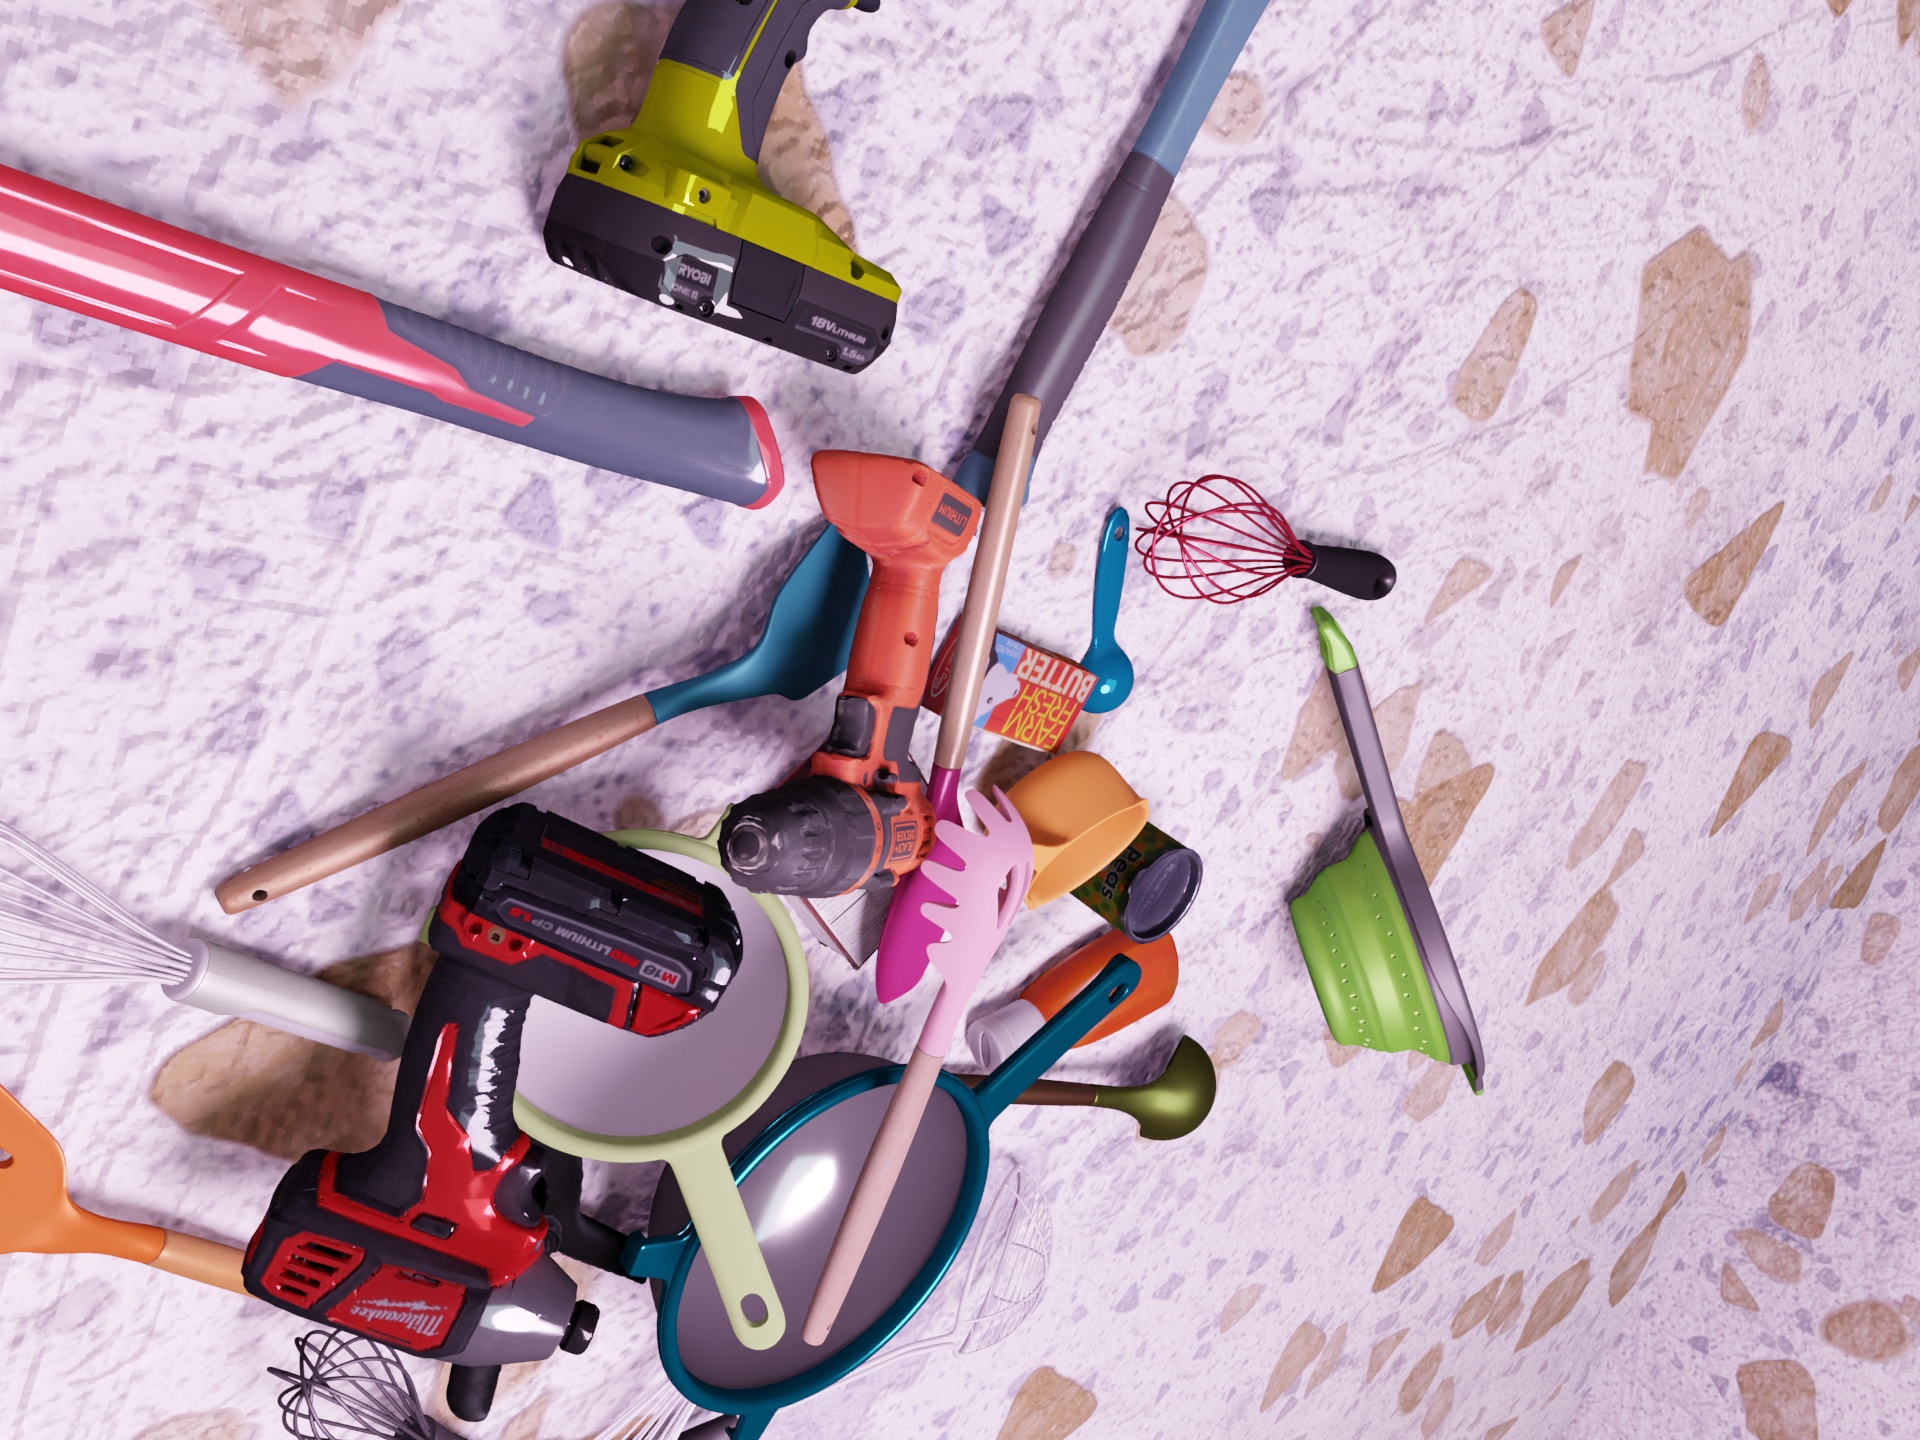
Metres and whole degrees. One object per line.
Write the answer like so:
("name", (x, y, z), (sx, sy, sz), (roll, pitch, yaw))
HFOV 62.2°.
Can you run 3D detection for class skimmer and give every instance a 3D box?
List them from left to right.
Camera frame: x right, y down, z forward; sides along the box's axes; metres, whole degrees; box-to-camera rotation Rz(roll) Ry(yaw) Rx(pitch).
("skimmer", (-0.093, 0.392, 1.001), (0.363, 0.090, 0.127), (-16, 132, -24))

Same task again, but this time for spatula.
("spatula", (-0.325, 0.220, 0.671), (0.081, 0.041, 0.322), (-48, 143, -8))
("spatula", (-0.162, 0.002, 0.686), (0.317, 0.044, 0.082), (-26, 132, -24))

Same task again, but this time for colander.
("colander", (0.269, 0.104, 1.110), (0.094, 0.205, 0.396), (-19, 118, 9))

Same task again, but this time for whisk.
("whisk", (-0.297, 0.092, 0.596), (0.246, 0.058, 0.059), (42, 54, -53))
("whisk", (-0.271, 0.354, 0.784), (0.055, 0.055, 0.238), (-38, 145, -20))
("whisk", (-0.160, 0.384, 0.899), (0.285, 0.070, 0.070), (-49, 140, -21))
("whisk", (0.191, -0.097, 0.938), (0.295, 0.073, 0.073), (2, 114, -52))

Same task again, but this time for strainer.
("strainer", (-0.132, 0.165, 0.732), (0.151, 0.069, 0.256), (-19, 104, -8))
("strainer", (-0.045, 0.222, 0.887), (0.340, 0.095, 0.210), (-37, 134, -25))

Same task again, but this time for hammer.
("hammer", (-0.219, -0.116, 0.540), (0.386, 0.038, 0.143), (12, 108, -47))
("hammer", (0.085, -0.248, 0.751), (0.128, 0.033, 0.331), (18, 102, -49))

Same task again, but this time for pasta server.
("pasta server", (-0.029, 0.179, 0.783), (0.060, 0.040, 0.316), (-8, 124, -55))

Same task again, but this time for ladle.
("ladle", (0.058, 0.238, 1.046), (0.320, 0.062, 0.078), (14, 103, -41))

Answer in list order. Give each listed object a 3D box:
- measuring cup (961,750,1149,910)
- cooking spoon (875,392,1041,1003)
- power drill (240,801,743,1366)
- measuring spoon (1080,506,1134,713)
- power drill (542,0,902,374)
("measuring cup", (0.035, 0.055, 0.856), (0.095, 0.052, 0.173), (-46, 155, 20))
("cooking spoon", (-0.001, -0.003, 0.783), (0.068, 0.017, 0.318), (-17, 125, -55))
("power drill", (-0.180, 0.158, 0.647), (0.143, 0.079, 0.219), (27, 95, -14))
("measuring spoon", (0.087, -0.057, 0.885), (0.042, 0.021, 0.128), (-21, 130, -34))
("power drill", (-0.046, -0.254, 0.589), (0.190, 0.080, 0.228), (9, 106, -46))
